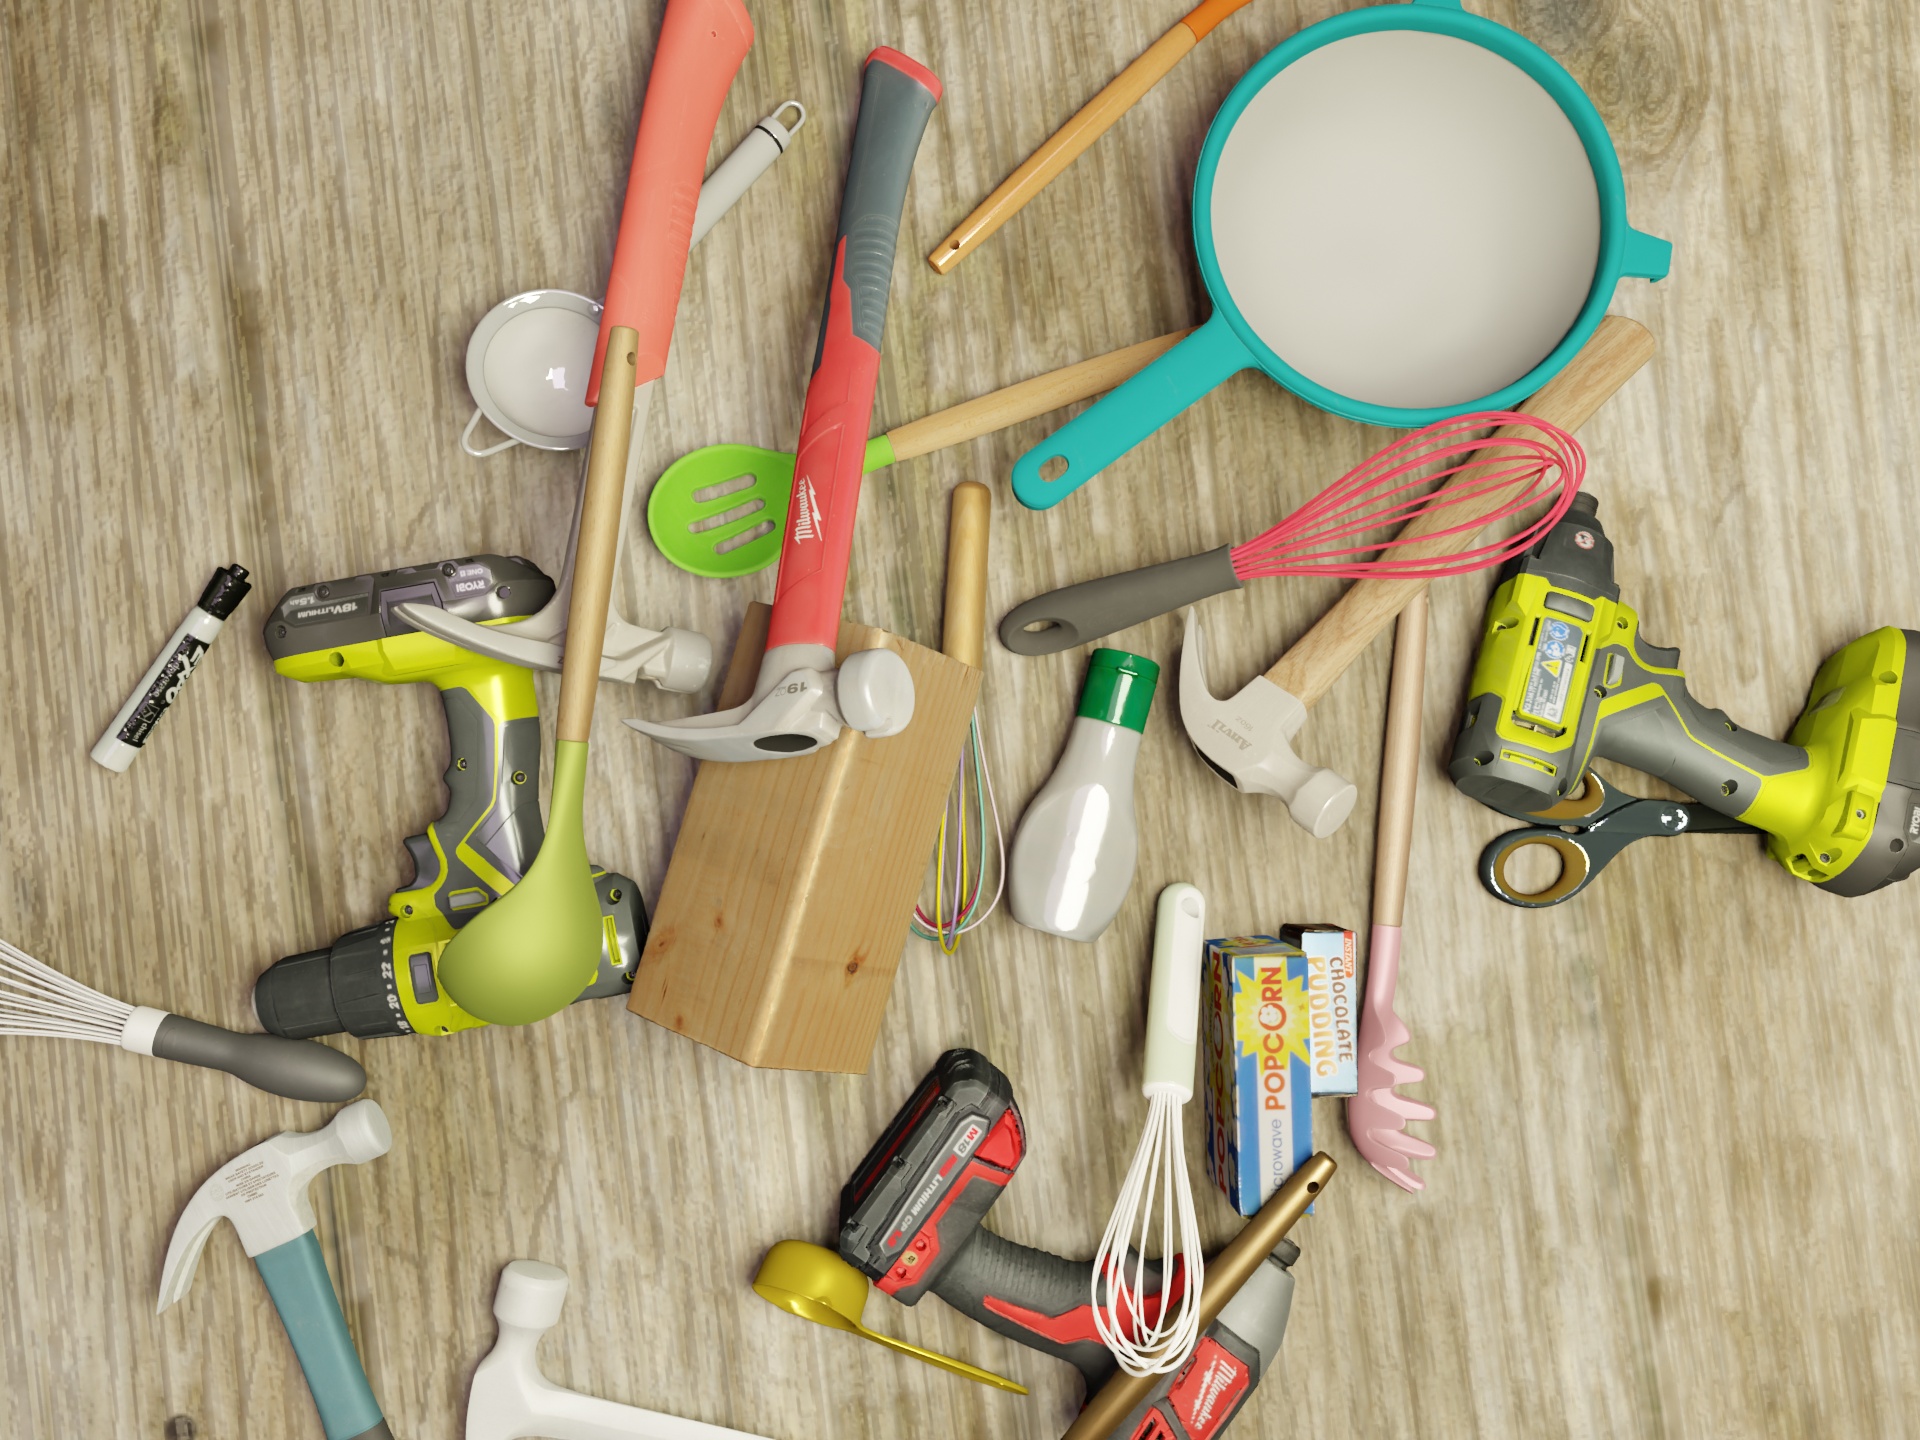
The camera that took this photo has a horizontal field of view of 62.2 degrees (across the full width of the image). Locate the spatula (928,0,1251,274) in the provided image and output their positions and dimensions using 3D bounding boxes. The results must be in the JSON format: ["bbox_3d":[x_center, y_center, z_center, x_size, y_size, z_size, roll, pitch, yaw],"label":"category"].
[{"bbox_3d":[0.103,-0.351,0.840,0.322,0.041,0.081,-44,90,-2],"label":"spatula"}]

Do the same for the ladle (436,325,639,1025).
[{"bbox_3d":[-0.181,-0.019,0.721,0.062,0.078,0.320,8,91,35],"label":"ladle"}]

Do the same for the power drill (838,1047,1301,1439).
[{"bbox_3d":[0.058,0.268,0.792,0.219,0.078,0.143,37,88,-3],"label":"power drill"}]

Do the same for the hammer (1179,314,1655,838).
[{"bbox_3d":[0.239,-0.092,0.816,0.331,0.031,0.130,-45,55,-11],"label":"hammer"}]

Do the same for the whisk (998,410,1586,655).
[{"bbox_3d":[0.154,-0.081,0.781,0.296,0.073,0.073,-16,88,21],"label":"whisk"}]

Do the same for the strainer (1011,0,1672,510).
[{"bbox_3d":[0.166,-0.205,0.809,0.340,0.095,0.211,-36,87,-1],"label":"strainer"}]

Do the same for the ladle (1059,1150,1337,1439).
[{"bbox_3d":[0.071,0.323,0.746,0.069,0.031,0.315,39,94,-8],"label":"ladle"}]

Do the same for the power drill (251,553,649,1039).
[{"bbox_3d":[-0.267,0.044,0.790,0.190,0.080,0.228,-10,90,-3],"label":"power drill"}]

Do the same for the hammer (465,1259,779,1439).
[{"bbox_3d":[-0.049,0.389,0.800,0.405,0.035,0.144,14,86,-1],"label":"hammer"}]

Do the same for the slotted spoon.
[{"bbox_3d":[-0.012,-0.149,0.833,0.313,0.031,0.070,-21,88,-5],"label":"slotted spoon"}]

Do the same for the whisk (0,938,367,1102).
[{"bbox_3d":[-0.438,0.148,0.792,0.284,0.070,0.070,16,87,-5],"label":"whisk"}]

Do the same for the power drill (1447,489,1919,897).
[{"bbox_3d":[0.377,-0.014,0.811,0.223,0.080,0.171,19,75,3],"label":"power drill"}]

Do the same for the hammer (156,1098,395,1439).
[{"bbox_3d":[-0.295,0.367,0.794,0.128,0.033,0.331,-22,88,-4],"label":"hammer"}]

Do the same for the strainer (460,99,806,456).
[{"bbox_3d":[-0.165,-0.228,0.825,0.087,0.050,0.258,41,81,-5],"label":"strainer"}]

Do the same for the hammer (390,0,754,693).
[{"bbox_3d":[-0.165,-0.199,0.774,0.149,0.037,0.359,13,81,-30],"label":"hammer"}]

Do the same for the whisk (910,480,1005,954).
[{"bbox_3d":[-0.001,-0.002,0.822,0.047,0.051,0.245,11,79,-46],"label":"whisk"}]

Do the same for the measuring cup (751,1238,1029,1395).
[{"bbox_3d":[-0.030,0.302,0.805,0.156,0.062,0.029,27,59,-13],"label":"measuring cup"}]

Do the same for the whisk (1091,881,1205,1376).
[{"bbox_3d":[0.098,0.186,0.762,0.057,0.059,0.247,25,53,-20],"label":"whisk"}]

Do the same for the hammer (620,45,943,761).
[{"bbox_3d":[-0.069,-0.165,0.774,0.143,0.038,0.387,-8,63,31],"label":"hammer"}]

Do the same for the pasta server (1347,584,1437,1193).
[{"bbox_3d":[0.231,0.080,0.825,0.040,0.060,0.316,3,83,32],"label":"pasta server"}]
